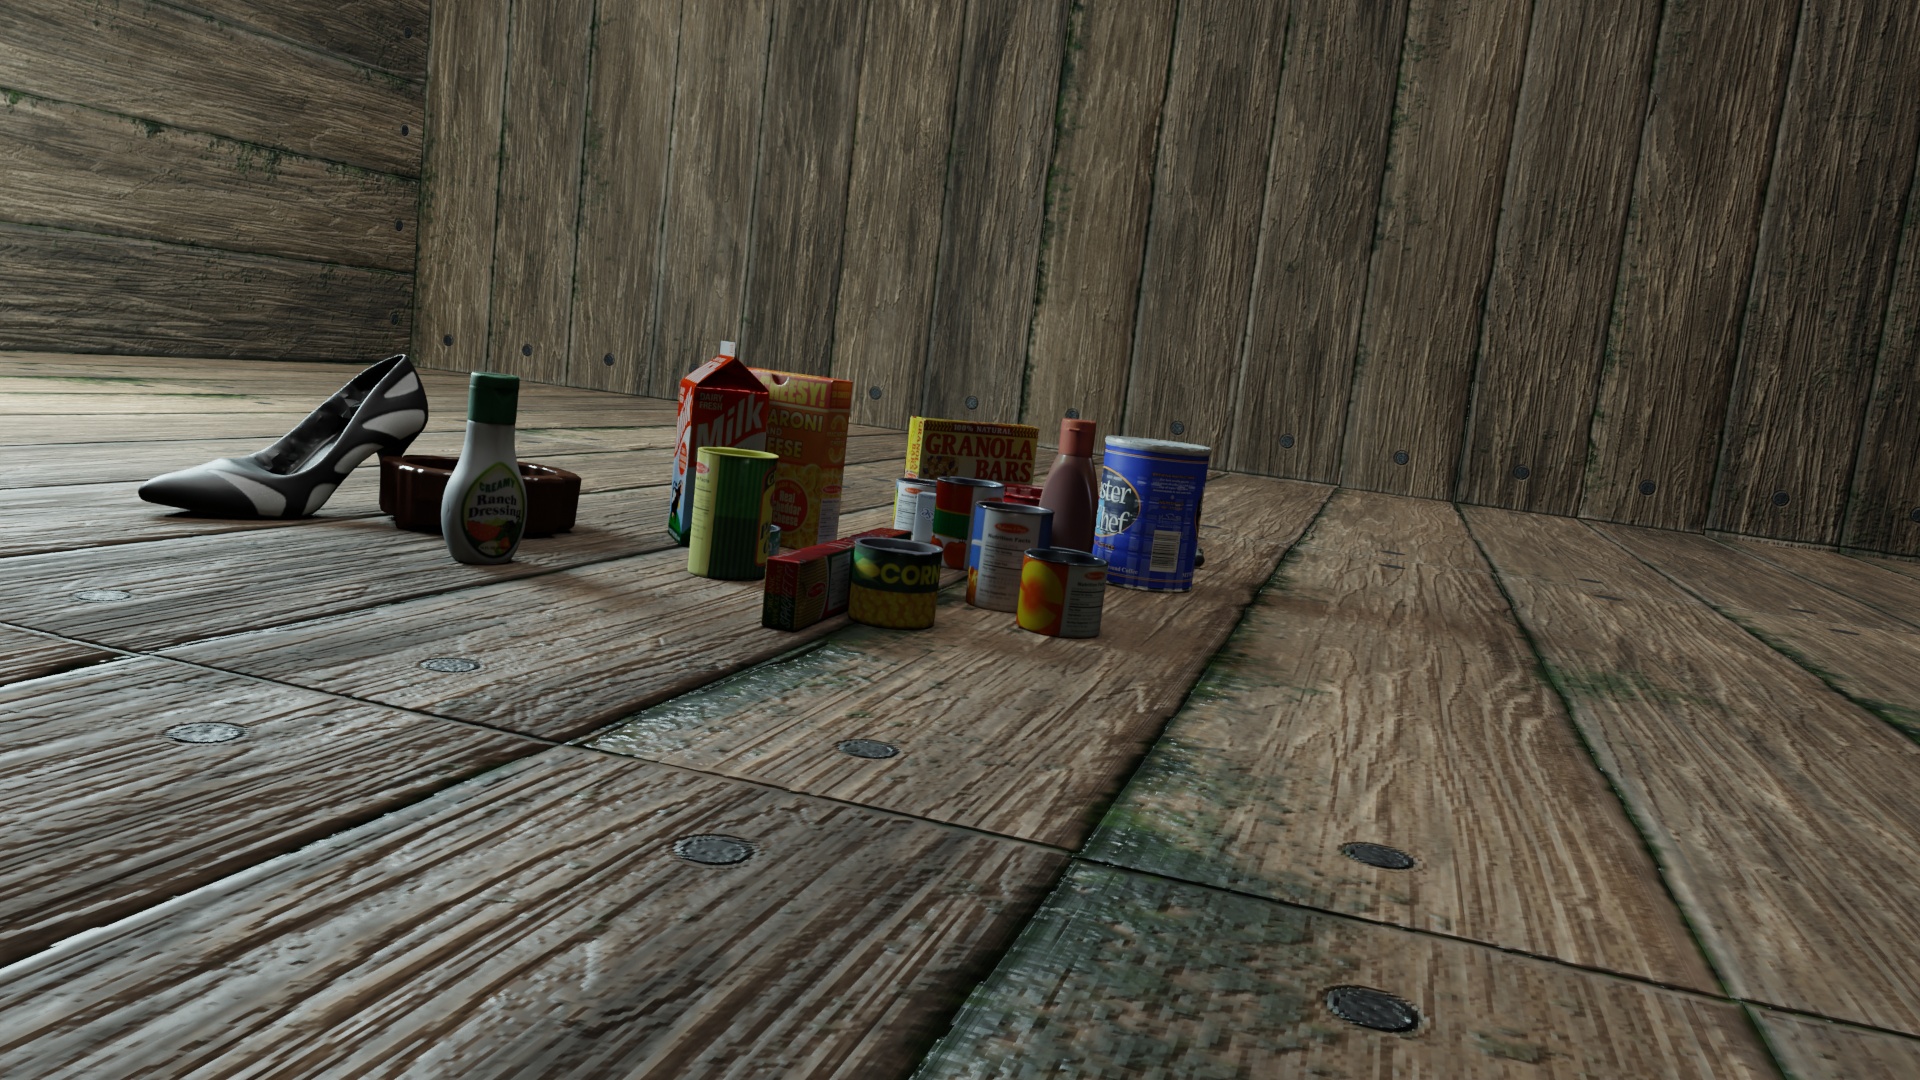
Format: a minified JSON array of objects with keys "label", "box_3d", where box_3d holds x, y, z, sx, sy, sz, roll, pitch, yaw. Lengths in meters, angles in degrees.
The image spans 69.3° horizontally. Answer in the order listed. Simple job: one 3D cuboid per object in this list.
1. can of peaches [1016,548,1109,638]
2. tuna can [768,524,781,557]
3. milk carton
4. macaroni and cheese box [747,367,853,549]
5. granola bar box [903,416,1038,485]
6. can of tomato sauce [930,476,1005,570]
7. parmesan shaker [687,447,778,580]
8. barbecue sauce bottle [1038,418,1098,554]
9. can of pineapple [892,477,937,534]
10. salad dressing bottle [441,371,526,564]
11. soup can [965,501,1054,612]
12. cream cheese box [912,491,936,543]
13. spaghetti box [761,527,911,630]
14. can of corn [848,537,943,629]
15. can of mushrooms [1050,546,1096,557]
[{"label":"can of peaches","box_3d":[0.077,0.040,1.076,0.071,0.058,0.071,6,7,-1]},{"label":"tuna can","box_3d":[-0.192,0.002,1.229,0.071,0.032,0.071,6,7,-1]},{"label":"milk carton","box_3d":[-0.226,-0.092,1.304,0.073,0.190,0.072,4,8,-22]},{"label":"macaroni and cheese box","box_3d":[-0.173,-0.080,1.354,0.124,0.166,0.040,10,8,29]},{"label":"granola bar box","box_3d":[0.011,-0.083,1.691,0.166,0.124,0.039,2,8,-32]},{"label":"can of tomato sauce","box_3d":[0.005,-0.017,1.346,0.071,0.083,0.071,6,7,-1]},{"label":"parmesan shaker","box_3d":[-0.190,-0.023,1.154,0.071,0.103,0.071,6,7,-1]},{"label":"barbecue sauce bottle","box_3d":[0.117,-0.054,1.467,0.065,0.148,0.044,9,7,18]},{"label":"can of pineapple","box_3d":[-0.041,-0.038,1.560,0.071,0.057,0.071,6,7,-1]},{"label":"salad dressing bottle","box_3d":[-0.370,-0.057,1.087,0.064,0.147,0.044,-1,10,-44]},{"label":"soup can","box_3d":[0.041,0.013,1.155,0.071,0.083,0.071,6,7,-1]},{"label":"cream cheese box","box_3d":[0.004,-0.019,1.471,0.104,0.053,0.024,7,7,8]},{"label":"spaghetti box","box_3d":[-0.090,0.025,1.077,0.029,0.050,0.250,8,8,15]},{"label":"can of corn","box_3d":[-0.047,0.032,1.033,0.071,0.058,0.071,6,7,-1]},{"label":"can of mushrooms","box_3d":[0.088,0.026,1.285,0.071,0.033,0.071,6,7,-1]}]
